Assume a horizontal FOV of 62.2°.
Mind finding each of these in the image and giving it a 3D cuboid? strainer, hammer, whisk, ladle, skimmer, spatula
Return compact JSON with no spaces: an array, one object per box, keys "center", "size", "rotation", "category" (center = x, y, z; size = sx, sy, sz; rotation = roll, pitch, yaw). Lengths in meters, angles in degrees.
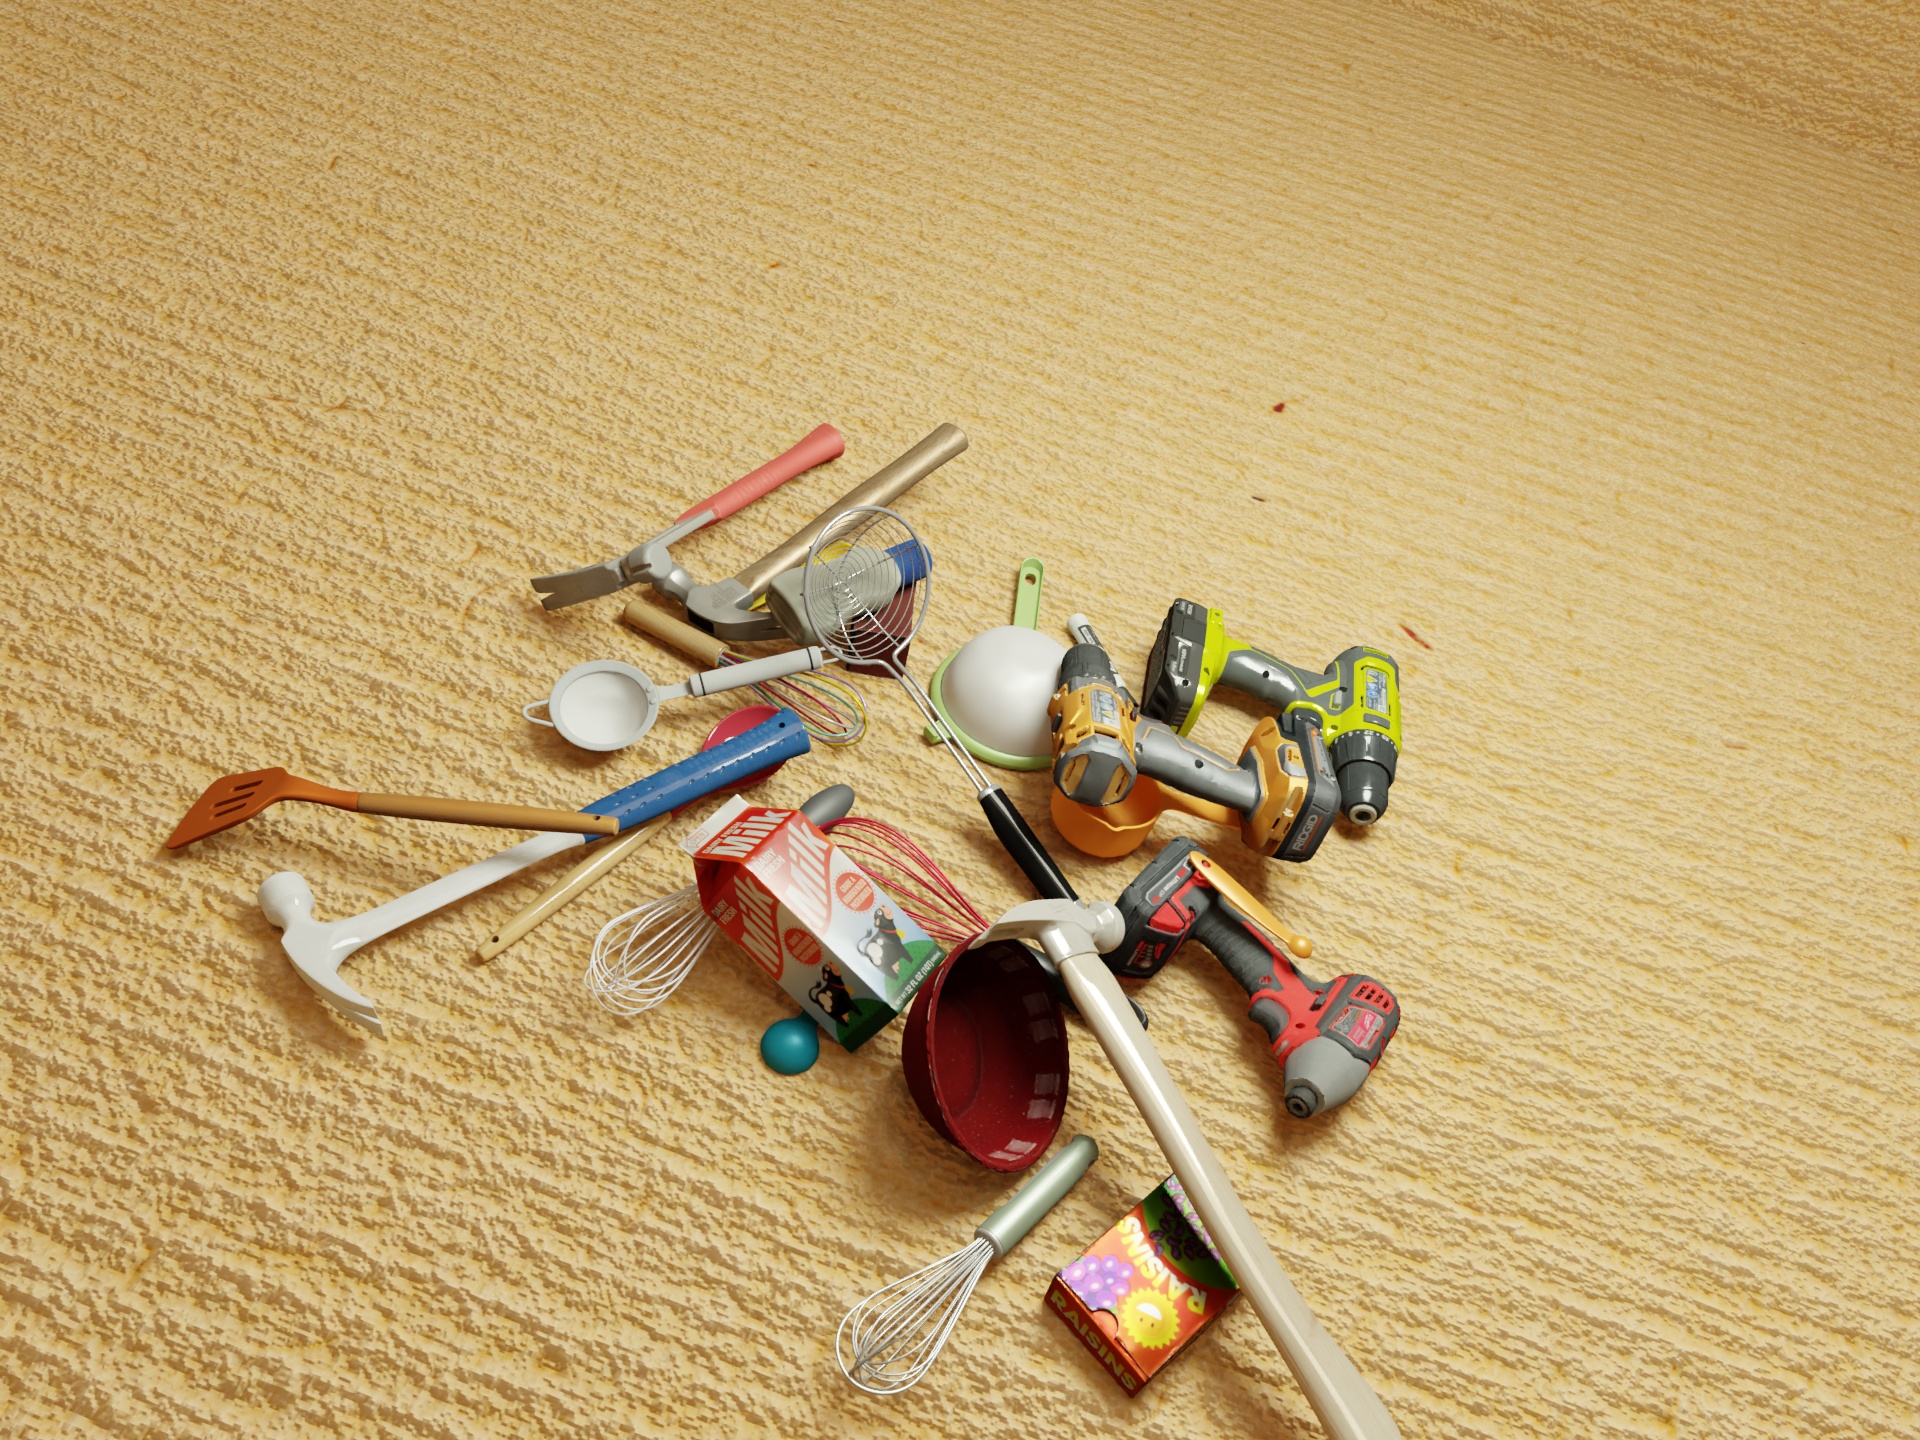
[{"center":[0.059,-0.072,1.408],"size":[0.151,0.069,0.257],"rotation":[12,48,-3],"category":"strainer"},{"center":[-0.112,-0.177,1.440],"size":[0.130,0.031,0.331],"rotation":[36,59,25],"category":"hammer"},{"center":[-0.170,0.120,1.185],"size":[0.070,0.070,0.284],"rotation":[34,45,17],"category":"whisk"},{"center":[-0.244,0.085,1.217],"size":[0.069,0.031,0.315],"rotation":[33,51,21],"category":"ladle"},{"center":[0.148,0.292,1.031],"size":[0.146,0.038,0.411],"rotation":[5,47,-51],"category":"hammer"},{"center":[-0.002,-0.004,1.258],"size":[0.127,0.090,0.363],"rotation":[-26,74,-34],"category":"skimmer"},{"center":[-0.184,-0.041,1.340],"size":[0.245,0.047,0.051],"rotation":[26,55,17],"category":"whisk"},{"center":[-0.288,0.090,1.167],"size":[0.405,0.035,0.144],"rotation":[-26,54,-27],"category":"hammer"},{"center":[-0.224,-0.194,1.446],"size":[0.149,0.036,0.359],"rotation":[-9,22,36],"category":"hammer"},{"center":[-0.220,-0.024,1.286],"size":[0.258,0.050,0.087],"rotation":[-14,61,-10],"category":"strainer"},{"center":[-0.404,0.068,1.140],"size":[0.322,0.041,0.081],"rotation":[5,37,3],"category":"spatula"},{"center":[0.012,0.344,1.032],"size":[0.059,0.057,0.246],"rotation":[40,46,20],"category":"whisk"},{"center":[0.011,0.158,1.198],"size":[0.296,0.073,0.073],"rotation":[30,48,5],"category":"whisk"}]

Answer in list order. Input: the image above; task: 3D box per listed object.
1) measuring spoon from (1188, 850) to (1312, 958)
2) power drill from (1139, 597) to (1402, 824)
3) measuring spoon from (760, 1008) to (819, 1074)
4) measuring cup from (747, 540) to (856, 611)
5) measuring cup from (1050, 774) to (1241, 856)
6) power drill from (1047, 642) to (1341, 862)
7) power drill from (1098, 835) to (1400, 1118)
[{"center":[0.218,0.136,1.193],"size":[0.117,0.011,0.021],"rotation":[41,40,15],"category":"measuring spoon"},{"center":[0.280,-0.008,1.404],"size":[0.228,0.080,0.191],"rotation":[17,45,-2],"category":"power drill"},{"center":[-0.100,0.200,1.150],"size":[0.042,0.021,0.129],"rotation":[27,48,10],"category":"measuring spoon"},{"center":[-0.159,-0.114,1.429],"size":[0.156,0.029,0.062],"rotation":[-27,57,-19],"category":"measuring cup"},{"center":[0.158,0.080,1.310],"size":[0.173,0.052,0.095],"rotation":[15,44,-11],"category":"measuring cup"},{"center":[0.179,0.017,1.287],"size":[0.226,0.084,0.185],"rotation":[16,32,-9],"category":"power drill"},{"center":[0.213,0.198,1.189],"size":[0.220,0.078,0.143],"rotation":[37,40,15],"category":"power drill"}]
